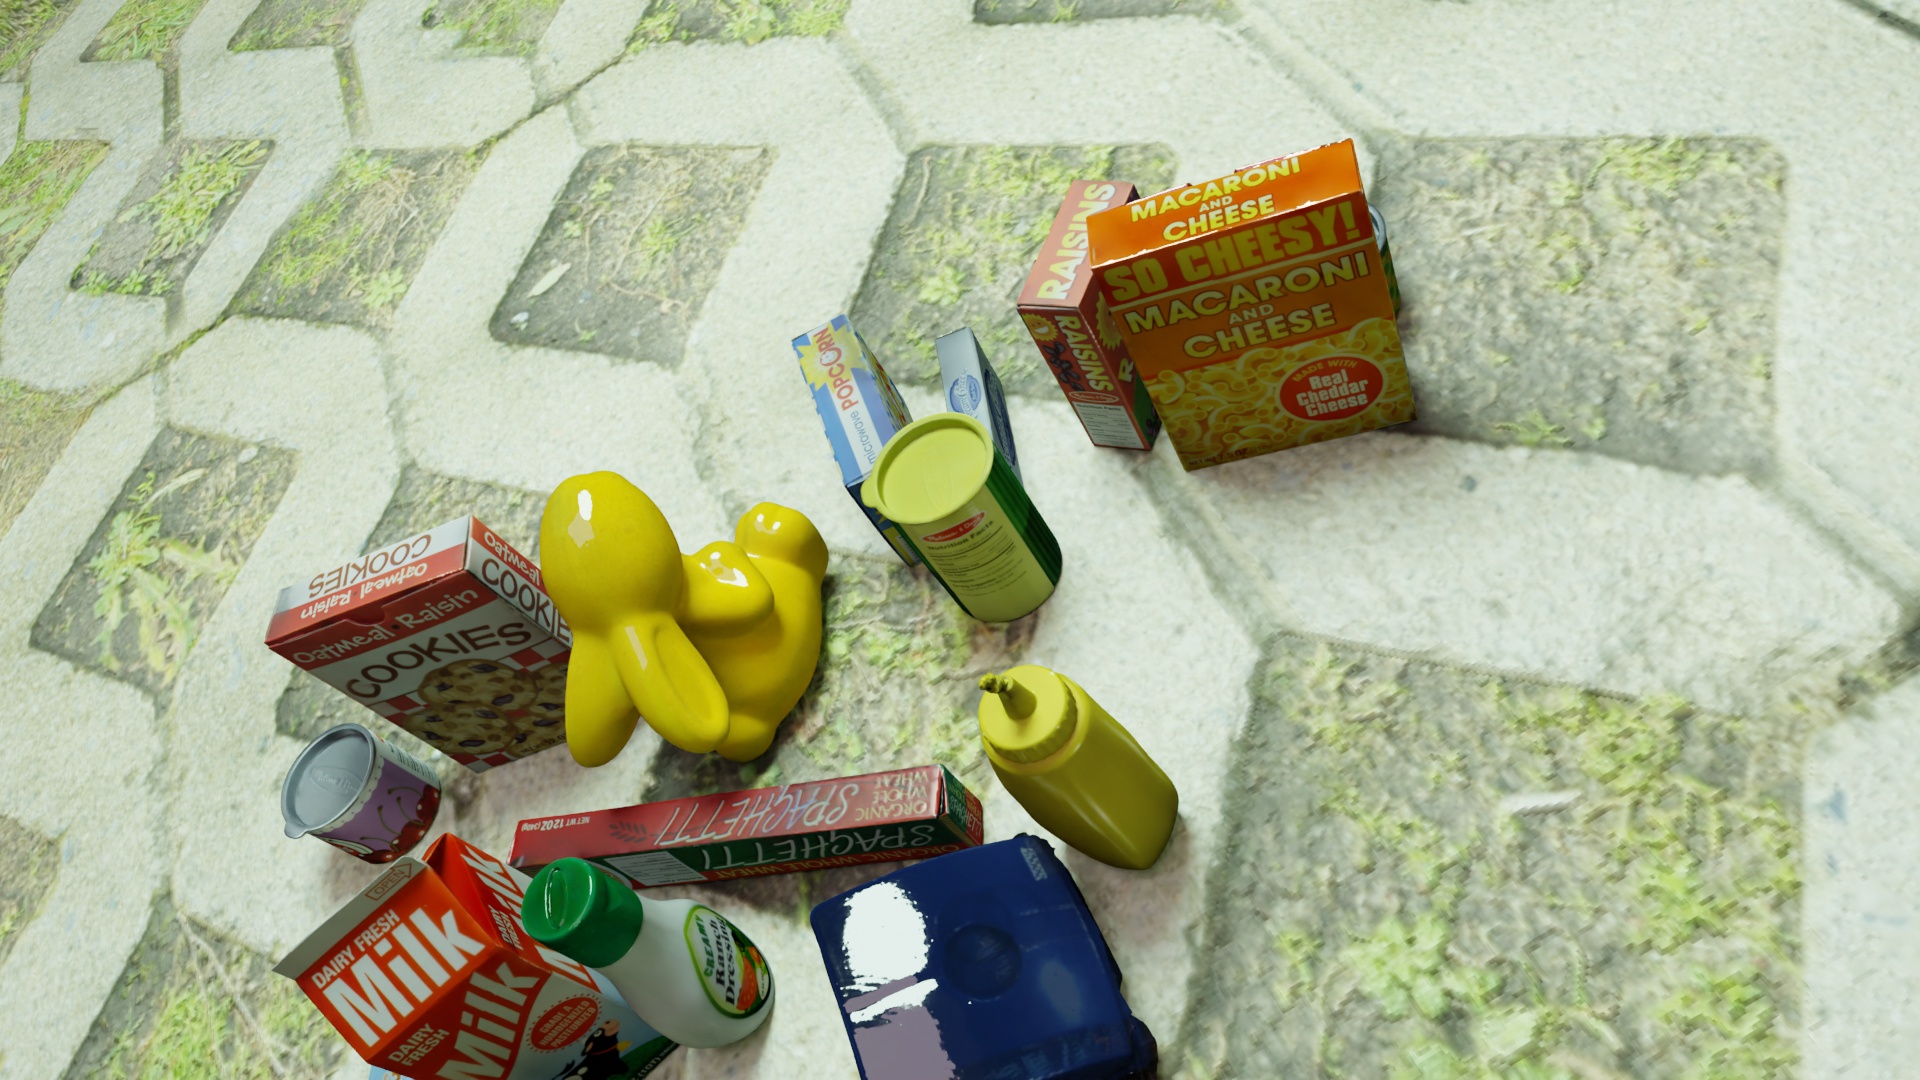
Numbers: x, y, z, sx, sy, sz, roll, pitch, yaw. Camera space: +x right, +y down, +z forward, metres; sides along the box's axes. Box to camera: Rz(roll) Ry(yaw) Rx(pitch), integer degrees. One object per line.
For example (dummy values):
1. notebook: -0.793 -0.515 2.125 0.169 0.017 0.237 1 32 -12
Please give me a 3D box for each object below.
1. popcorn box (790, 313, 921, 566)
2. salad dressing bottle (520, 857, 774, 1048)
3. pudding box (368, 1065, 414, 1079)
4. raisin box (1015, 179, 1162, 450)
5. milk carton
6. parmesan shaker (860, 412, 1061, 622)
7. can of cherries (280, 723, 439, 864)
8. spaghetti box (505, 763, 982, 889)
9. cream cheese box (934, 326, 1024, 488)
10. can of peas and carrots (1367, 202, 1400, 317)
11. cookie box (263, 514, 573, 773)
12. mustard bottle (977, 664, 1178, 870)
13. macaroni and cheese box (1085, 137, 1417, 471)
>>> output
1. popcorn box: -0.048 -0.057 0.789 0.038 0.085 0.127 -29 50 6
2. salad dressing bottle: -0.138 0.185 0.626 0.044 0.147 0.064 -24 51 10
3. pudding box: -0.270 0.296 0.679 0.030 0.049 0.084 -13 53 19
4. raisin box: 0.081 -0.118 0.742 0.040 0.123 0.086 10 64 32
5. milk carton: -0.213 0.198 0.627 0.072 0.190 0.073 -42 50 -4
6. parmesan shaker: 0.003 -0.009 0.719 0.071 0.102 0.071 -13 54 19
7. can of cherries: -0.353 0.151 0.815 0.071 0.058 0.072 -13 53 18
8. spaghetti box: -0.111 0.149 0.701 0.250 0.050 0.029 -11 54 20
9. cream cheese box: 0.011 -0.066 0.786 0.024 0.053 0.104 -20 52 14
10. can of peas and carrots: 0.196 -0.138 0.740 0.071 0.058 0.071 -13 53 18
11. cookie box: -0.267 0.063 0.762 0.123 0.167 0.040 -20 52 13
12. mustard bottle: 0.045 0.092 0.591 0.065 0.159 0.049 15 67 34
13. macaroni and cheese box: 0.144 -0.107 0.674 0.123 0.166 0.040 -13 54 19
